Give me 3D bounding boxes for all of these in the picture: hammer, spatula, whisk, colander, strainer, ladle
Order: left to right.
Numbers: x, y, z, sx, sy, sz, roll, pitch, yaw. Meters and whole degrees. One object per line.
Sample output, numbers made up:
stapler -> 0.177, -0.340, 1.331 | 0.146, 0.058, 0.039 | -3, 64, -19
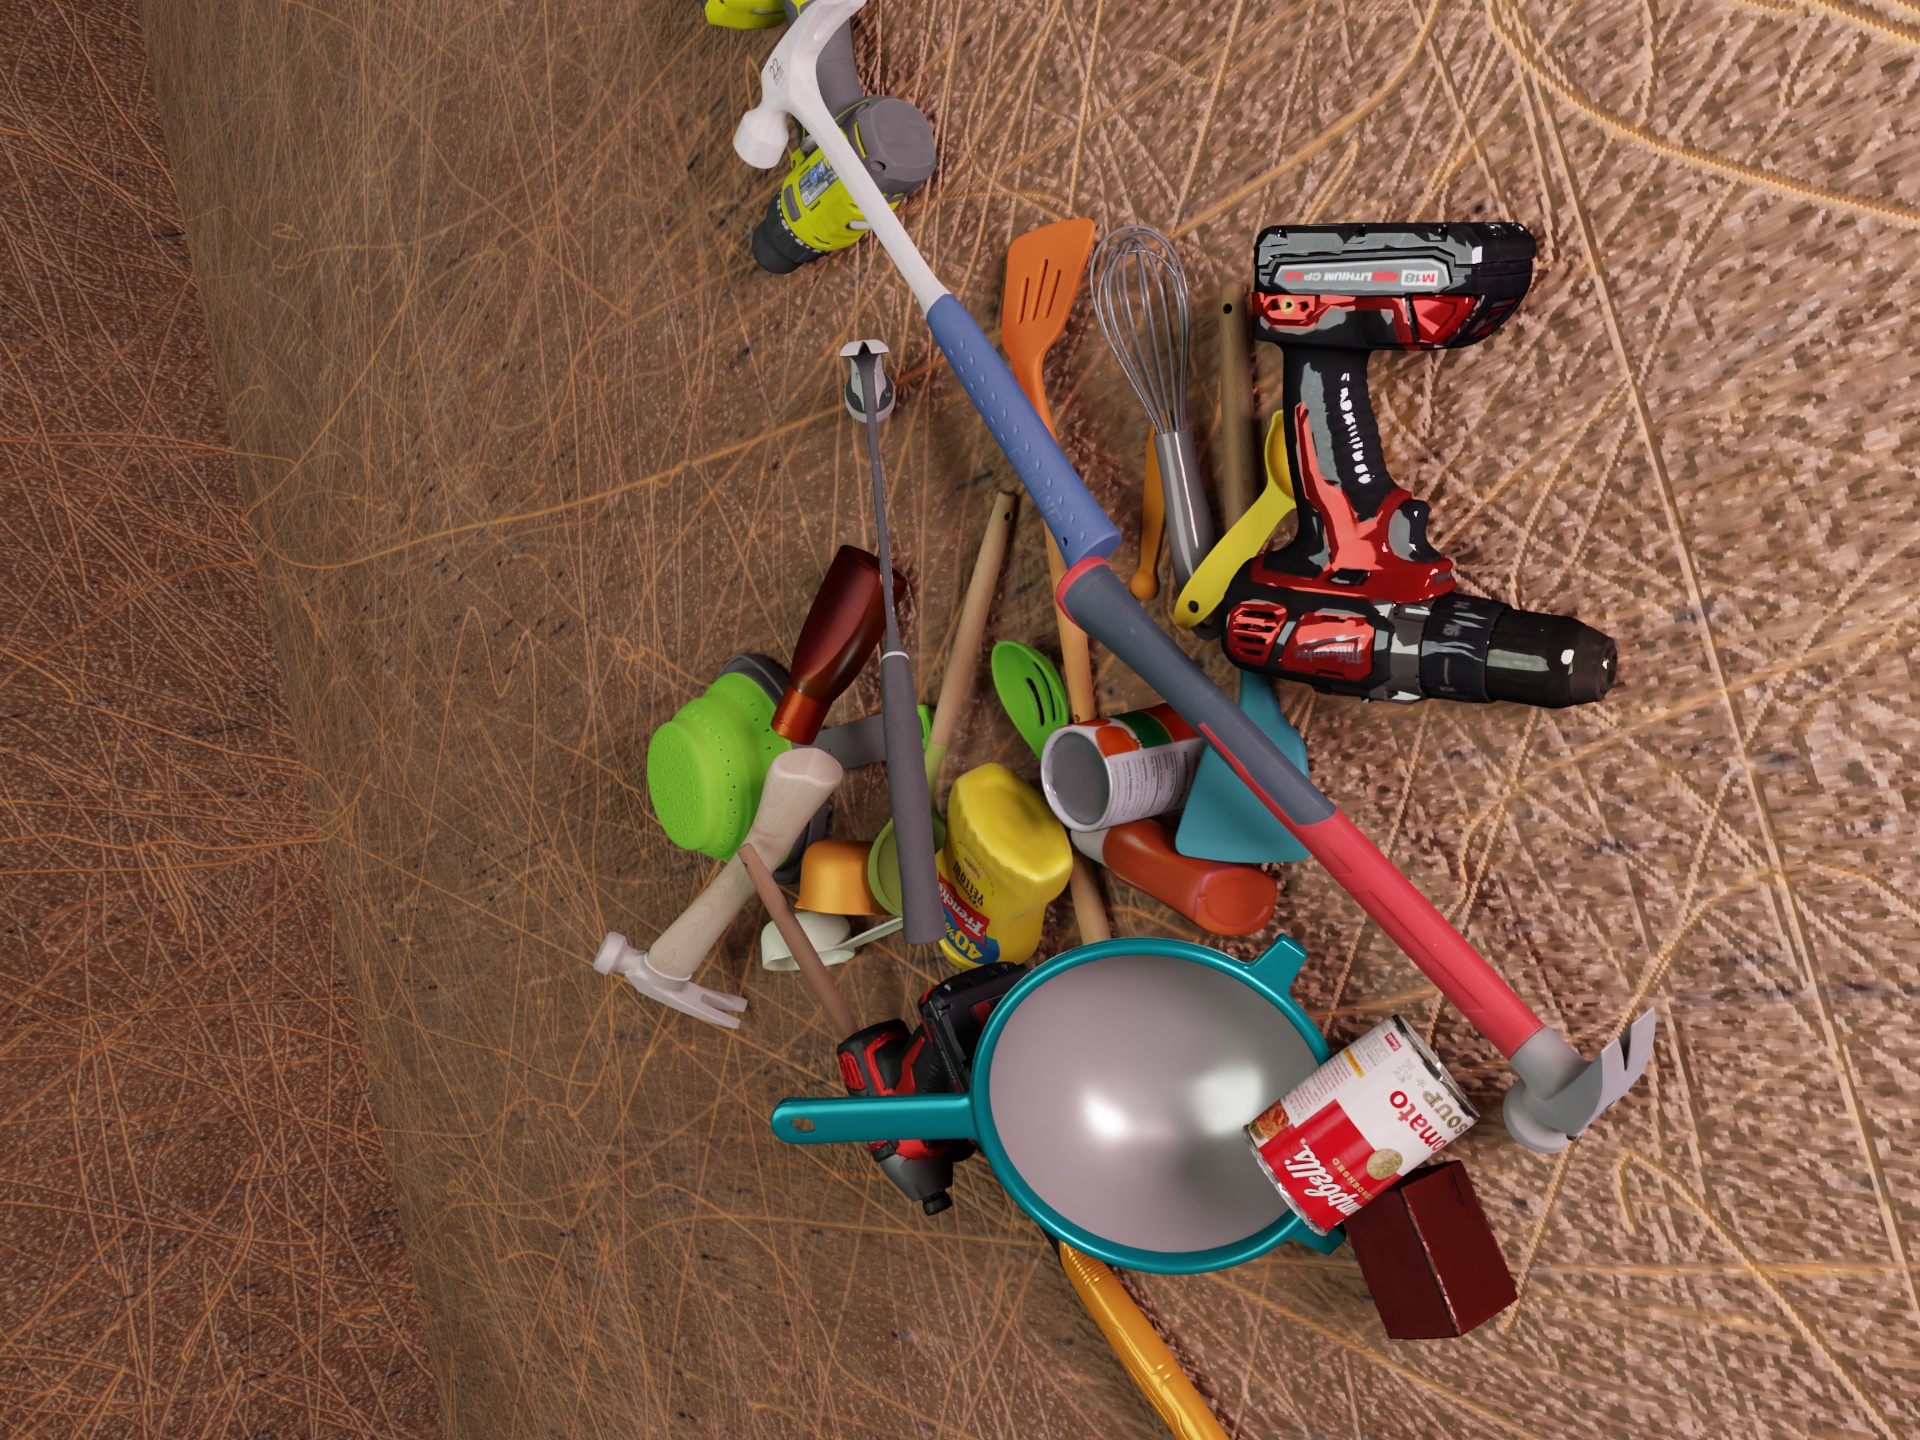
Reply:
hammer -> -0.183, 0.145, 1.330 | 0.410, 0.146, 0.038 | -49, 18, 47
colander -> -0.160, 0.037, 1.299 | 0.397, 0.094, 0.204 | -15, 87, 55
spatula -> -0.093, 0.234, 1.254 | 0.060, 0.018, 0.316 | -20, 101, 52
hammer -> -0.044, -0.056, 1.061 | 0.149, 0.036, 0.409 | 97, 167, -83
hammer -> -0.017, -0.270, 0.993 | 0.406, 0.035, 0.144 | 59, 141, 14
ladle -> -0.002, -0.004, 1.109 | 0.062, 0.078, 0.320 | 41, 123, 45
strainer -> 0.057, 0.215, 0.950 | 0.340, 0.095, 0.211 | -7, 105, 17
spatula -> 0.066, -0.148, 1.006 | 0.081, 0.041, 0.322 | 5, 107, 52
hammer -> 0.092, 0.378, 1.097 | 0.337, 0.034, 0.127 | 51, 137, 33
whisk -> 0.118, -0.162, 0.909 | 0.055, 0.055, 0.239 | -5, 99, 54
spatula -> 0.155, -0.081, 0.881 | 0.082, 0.044, 0.317 | 0, 98, 34
hammer -> 0.178, 0.042, 0.800 | 0.387, 0.038, 0.143 | 49, 165, 26

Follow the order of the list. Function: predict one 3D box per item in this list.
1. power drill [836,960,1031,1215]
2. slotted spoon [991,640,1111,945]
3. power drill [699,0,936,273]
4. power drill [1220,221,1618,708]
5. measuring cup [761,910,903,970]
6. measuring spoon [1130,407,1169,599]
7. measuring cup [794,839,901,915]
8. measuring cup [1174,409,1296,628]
power drill -> -0.009, 0.262, 1.111 | 0.219, 0.078, 0.143 | -45, 63, 54
slotted spoon -> 0.078, 0.097, 1.049 | 0.070, 0.031, 0.314 | -16, 88, 61
power drill -> -0.113, -0.445, 1.126 | 0.190, 0.080, 0.228 | -18, 87, 53
power drill -> 0.217, -0.115, 0.745 | 0.188, 0.080, 0.226 | 12, 112, 34
measuring cup -> -0.094, 0.165, 1.281 | 0.167, 0.083, 0.038 | -26, 66, 37
measuring spoon -> 0.113, -0.128, 0.952 | 0.021, 0.011, 0.117 | 27, 120, 48
measuring cup -> -0.091, 0.117, 1.256 | 0.174, 0.095, 0.052 | -171, 84, -73
measuring cup -> 0.165, -0.107, 0.852 | 0.062, 0.029, 0.156 | 49, 128, 16
